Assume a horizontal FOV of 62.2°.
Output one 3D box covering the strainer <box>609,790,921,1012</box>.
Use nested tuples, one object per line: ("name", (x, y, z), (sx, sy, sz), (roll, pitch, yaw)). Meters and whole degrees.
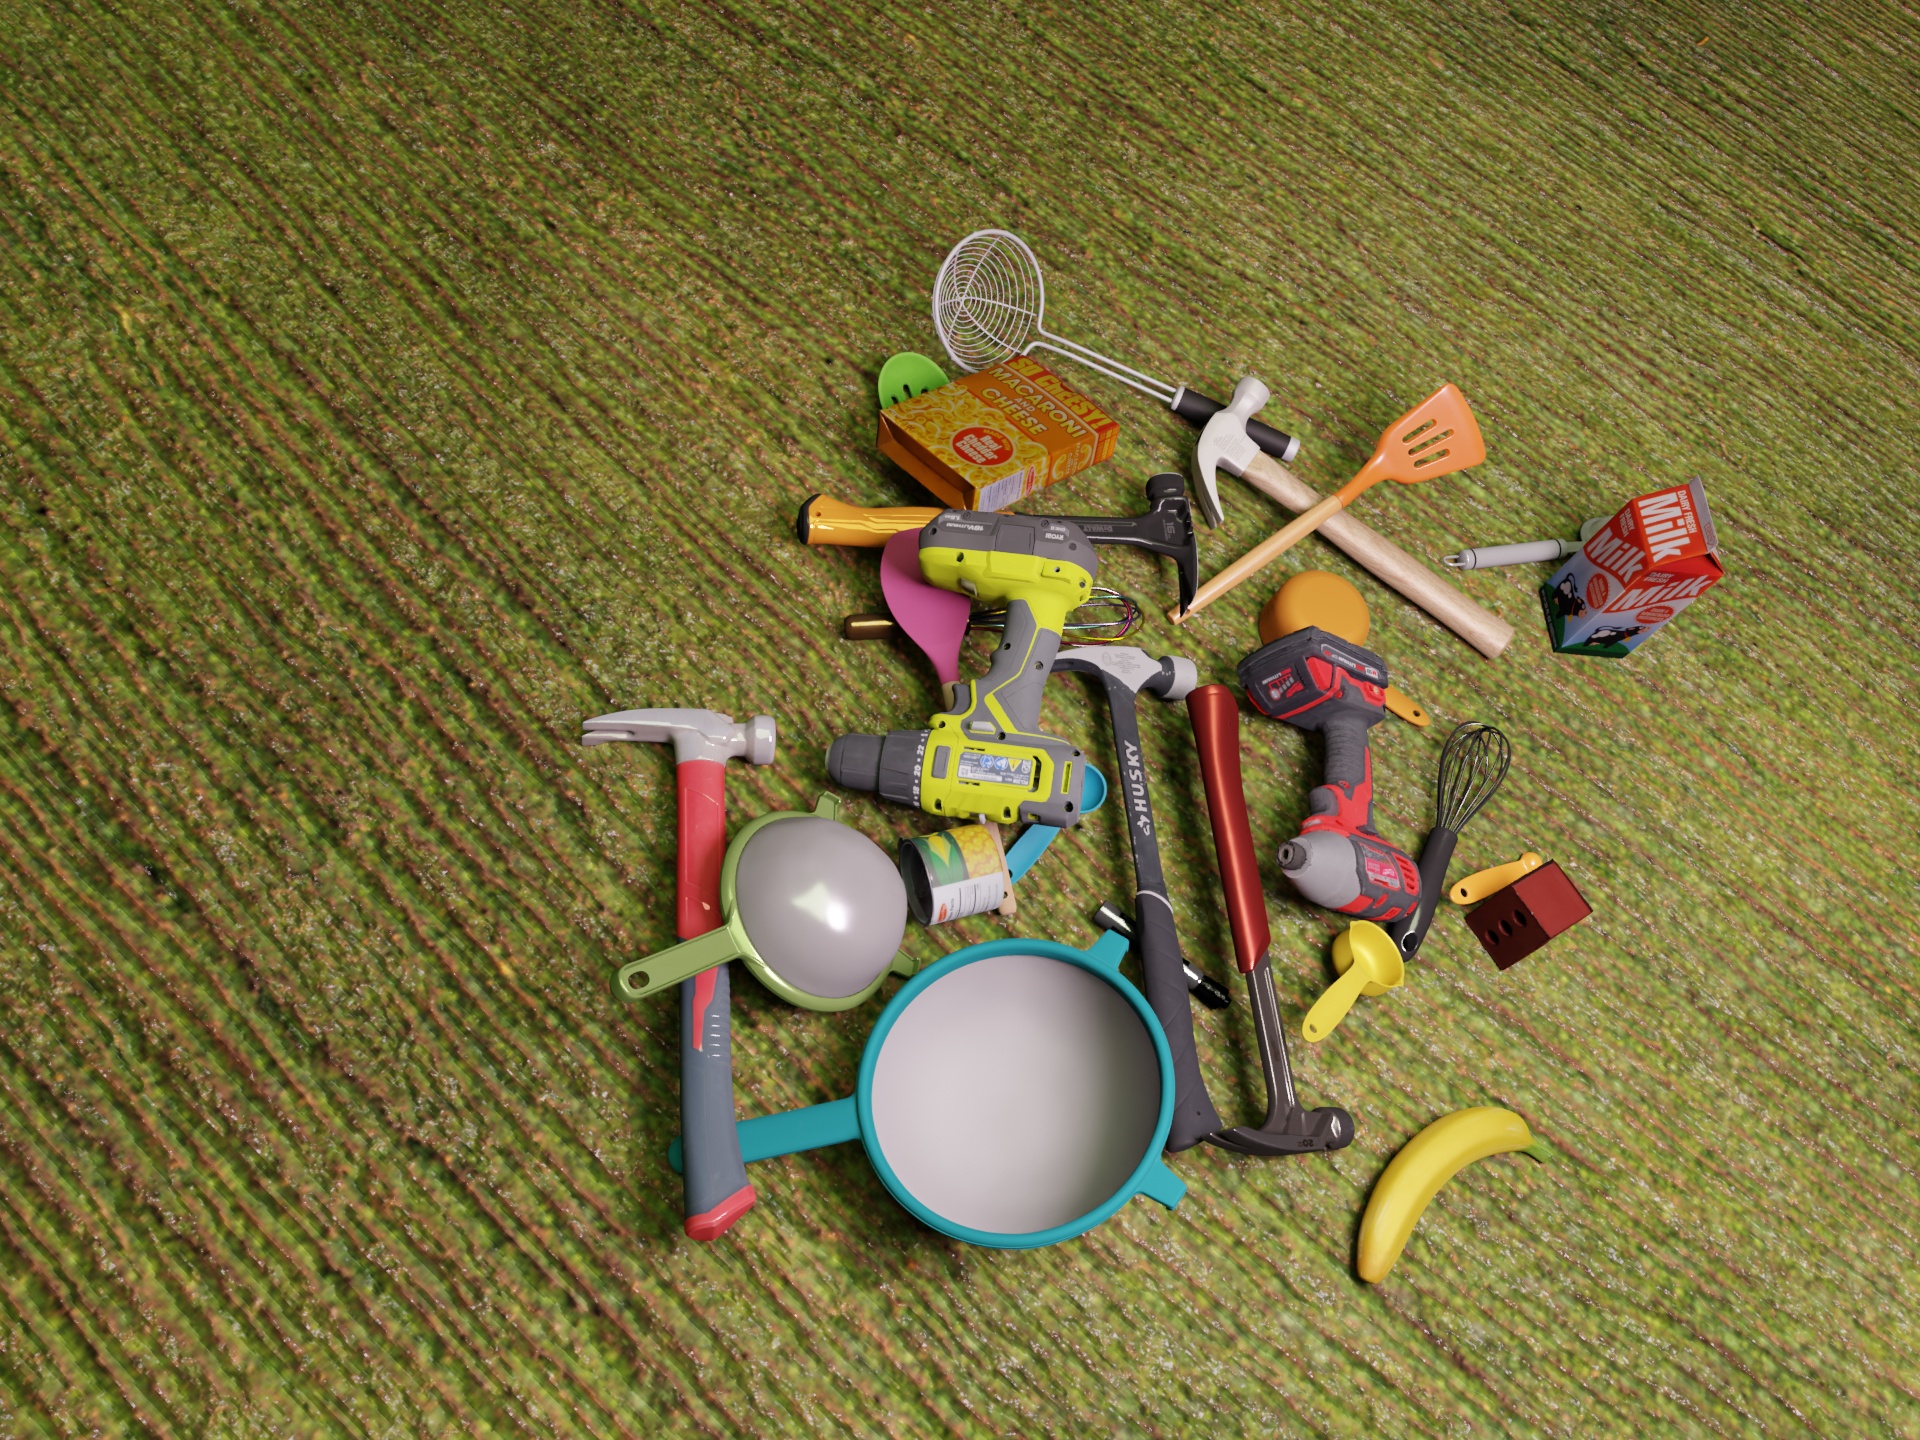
("strainer", (-0.121, 0.132, 1.069), (0.256, 0.069, 0.151), (-17, 77, -51))

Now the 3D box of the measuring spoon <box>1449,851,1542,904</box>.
("measuring spoon", (0.439, 0.128, 1.298), (0.117, 0.011, 0.021), (-14, 75, -34))

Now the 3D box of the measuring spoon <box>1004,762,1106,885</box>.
("measuring spoon", (0.065, 0.085, 1.240), (0.042, 0.021, 0.128), (40, 70, 5))

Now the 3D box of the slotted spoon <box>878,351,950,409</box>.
("slotted spoon", (0.007, -0.180, 1.355), (0.070, 0.031, 0.314), (-16, 70, -21))

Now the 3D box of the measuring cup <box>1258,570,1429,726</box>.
("measuring cup", (0.339, -0.060, 1.361), (0.174, 0.052, 0.095), (38, 60, 9))

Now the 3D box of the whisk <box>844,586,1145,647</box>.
("whisk", (0.029, -0.079, 1.283), (0.245, 0.051, 0.047), (-3, 76, -5))

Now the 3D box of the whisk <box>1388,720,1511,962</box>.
("whisk", (0.397, 0.097, 1.301), (0.055, 0.055, 0.239), (29, 64, 2))

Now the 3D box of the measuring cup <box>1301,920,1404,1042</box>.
("measuring cup", (0.284, 0.204, 1.195), (0.062, 0.029, 0.156), (51, 43, 7))

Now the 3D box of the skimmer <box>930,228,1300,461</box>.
("skimmer", (0.145, -0.320, 1.428), (0.363, 0.090, 0.127), (24, 88, -4))

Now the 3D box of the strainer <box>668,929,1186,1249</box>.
("strainer", (-0.022, 0.275, 1.082), (0.340, 0.095, 0.211), (-12, 56, 2))

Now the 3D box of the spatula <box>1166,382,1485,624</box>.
("spatula", (0.312, -0.176, 1.377), (0.322, 0.041, 0.081), (-35, 111, -10))

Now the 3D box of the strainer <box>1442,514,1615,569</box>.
("strainer", (0.565, -0.161, 1.483), (0.258, 0.050, 0.087), (-8, 49, -15))

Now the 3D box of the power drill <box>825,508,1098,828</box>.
("power drill", (0.007, -0.037, 1.196), (0.190, 0.080, 0.229), (7, 74, 8))

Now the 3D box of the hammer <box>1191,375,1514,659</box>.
("hammer", (0.349, -0.161, 1.416), (0.331, 0.031, 0.130), (36, 78, 0))

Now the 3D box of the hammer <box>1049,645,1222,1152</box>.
("hammer", (0.139, 0.119, 1.197), (0.149, 0.036, 0.409), (9, 58, -25))

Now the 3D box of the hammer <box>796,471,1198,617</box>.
("hammer", (0.033, -0.151, 1.316), (0.336, 0.034, 0.127), (0, 66, -13))

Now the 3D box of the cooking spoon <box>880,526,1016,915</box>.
("cooking spoon", (-0.002, -0.004, 1.235), (0.068, 0.017, 0.319), (-12, 75, -7))

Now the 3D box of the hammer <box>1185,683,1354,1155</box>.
("hammer", (0.207, 0.140, 1.186), (0.149, 0.036, 0.359), (15, 59, -42))

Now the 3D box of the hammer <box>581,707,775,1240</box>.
("hammer", (-0.193, 0.160, 1.096), (0.143, 0.038, 0.387), (1, 57, -12))

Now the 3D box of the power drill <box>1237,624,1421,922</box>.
("power drill", (0.290, 0.045, 1.258), (0.143, 0.078, 0.220), (18, 57, -37))
